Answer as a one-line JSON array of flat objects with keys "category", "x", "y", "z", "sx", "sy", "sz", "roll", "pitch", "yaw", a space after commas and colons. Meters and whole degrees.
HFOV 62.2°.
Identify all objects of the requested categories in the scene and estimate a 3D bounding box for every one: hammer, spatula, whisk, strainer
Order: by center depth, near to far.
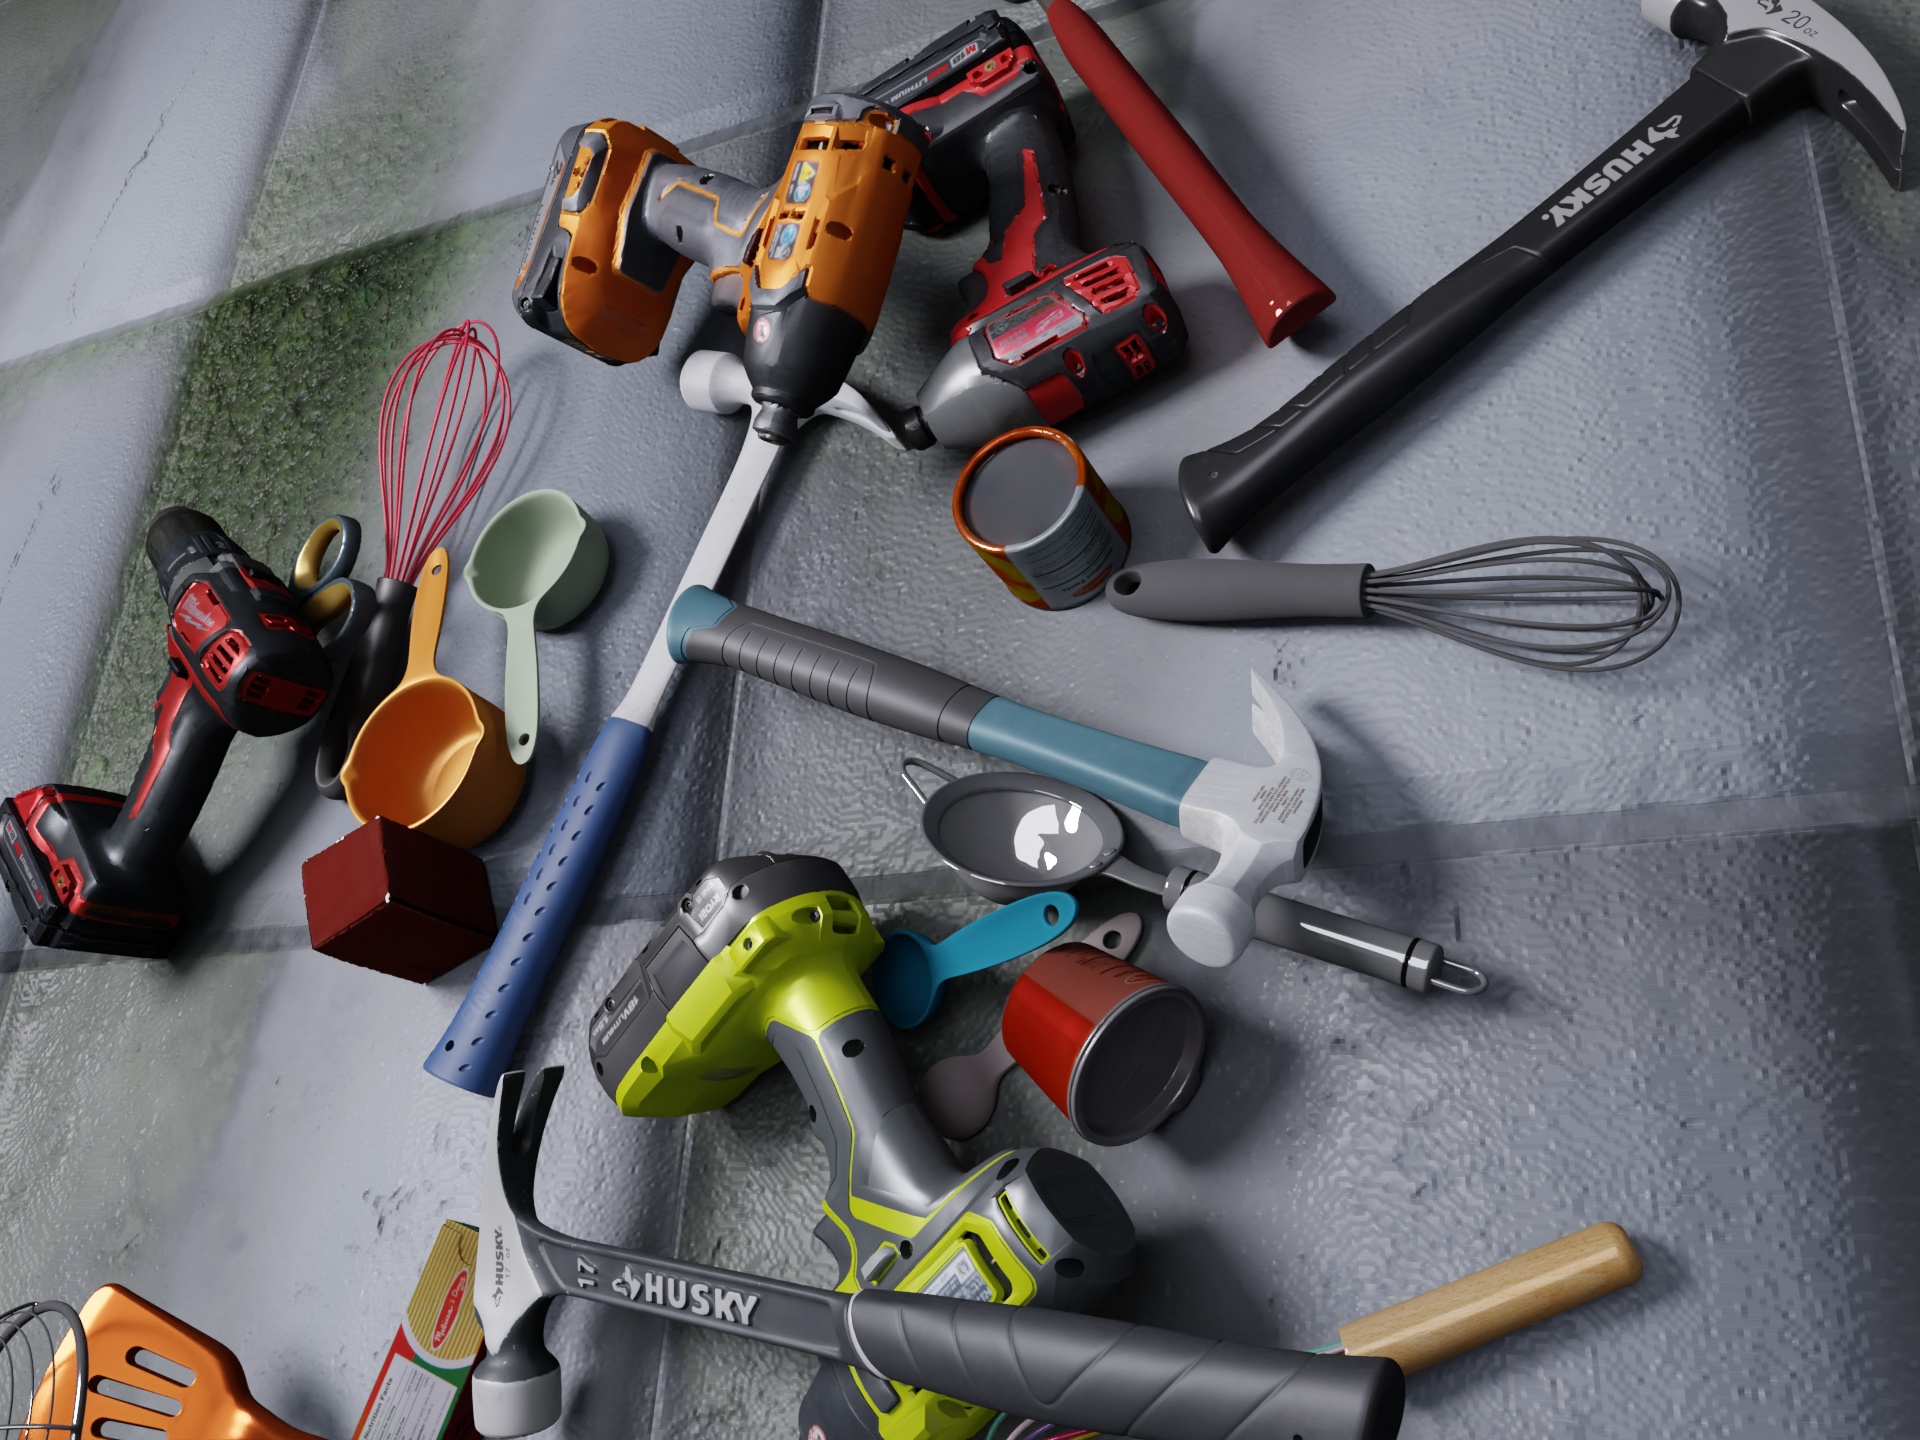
[{"category": "whisk", "x": 0.114, "y": 0.226, "z": 0.550, "sx": 0.245, "sy": 0.047, "sz": 0.051, "roll": -26, "pitch": 59, "yaw": 9}, {"category": "hammer", "x": -0.042, "y": 0.204, "z": 0.551, "sx": 0.409, "sy": 0.036, "sz": 0.149, "roll": -7, "pitch": 84, "yaw": 39}, {"category": "strainer", "x": 0.081, "y": 0.068, "z": 0.634, "sx": 0.258, "sy": 0.050, "sz": 0.087, "roll": 15, "pitch": 31, "yaw": 32}, {"category": "whisk", "x": 0.165, "y": -0.050, "z": 0.651, "sx": 0.239, "sy": 0.055, "sz": 0.055, "roll": 4, "pitch": 69, "yaw": 34}, {"category": "spatula", "x": -0.250, "y": 0.313, "z": 0.659, "sx": 0.323, "sy": 0.041, "sz": 0.081, "roll": 6, "pitch": 62, "yaw": 22}, {"category": "hammer", "x": 0.232, "y": -0.185, "z": 0.679, "sx": 0.335, "sy": 0.035, "sz": 0.146, "roll": -39, "pitch": 55, "yaw": 5}, {"category": "hammer", "x": -0.001, "y": -0.002, "z": 0.679, "sx": 0.331, "sy": 0.033, "sz": 0.128, "roll": 19, "pitch": 49, "yaw": 31}, {"category": "hammer", "x": 0.072, "y": -0.320, "z": 0.782, "sx": 0.036, "sy": 0.149, "sz": 0.359, "roll": -36, "pitch": 62, "yaw": 14}, {"category": "hammer", "x": -0.158, "y": -0.007, "z": 0.803, "sx": 0.144, "sy": 0.035, "sz": 0.405, "roll": 14, "pitch": 75, "yaw": 32}, {"category": "whisk", "x": -0.320, "y": -0.097, "z": 0.921, "sx": 0.073, "sy": 0.073, "sz": 0.296, "roll": 6, "pitch": 77, "yaw": 30}]

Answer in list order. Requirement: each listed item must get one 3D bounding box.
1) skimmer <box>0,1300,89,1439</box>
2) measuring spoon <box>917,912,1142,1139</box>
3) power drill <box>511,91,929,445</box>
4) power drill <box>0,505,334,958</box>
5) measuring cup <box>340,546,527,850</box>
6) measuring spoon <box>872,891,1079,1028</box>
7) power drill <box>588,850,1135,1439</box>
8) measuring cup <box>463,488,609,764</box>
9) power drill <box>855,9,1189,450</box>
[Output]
[{"category": "skimmer", "x": -0.257, "y": 0.308, "z": 0.633, "sx": 0.363, "sy": 0.090, "sz": 0.127, "roll": 3, "pitch": 65, "yaw": 3}, {"category": "measuring spoon", "x": 0.028, "y": 0.122, "z": 0.655, "sx": 0.124, "sy": 0.018, "sz": 0.034, "roll": -45, "pitch": 55, "yaw": 1}, {"category": "power drill", "x": -0.128, "y": -0.227, "z": 0.807, "sx": 0.227, "sy": 0.084, "sz": 0.164, "roll": 15, "pitch": 88, "yaw": 39}, {"category": "power drill", "x": -0.456, "y": 0.000, "z": 0.902, "sx": 0.188, "sy": 0.080, "sz": 0.226, "roll": 43, "pitch": 102, "yaw": 35}, {"category": "measuring cup", "x": -0.274, "y": -0.011, "z": 0.857, "sx": 0.095, "sy": 0.052, "sz": 0.174, "roll": -16, "pitch": 59, "yaw": 21}, {"category": "measuring spoon", "x": 0.010, "y": 0.094, "z": 0.651, "sx": 0.128, "sy": 0.021, "sz": 0.042, "roll": -30, "pitch": 66, "yaw": 43}, {"category": "power drill", "x": -0.053, "y": 0.177, "z": 0.630, "sx": 0.171, "sy": 0.080, "sz": 0.223, "roll": -51, "pitch": 56, "yaw": 18}, {"category": "measuring cup", "x": -0.224, "y": -0.046, "z": 0.855, "sx": 0.083, "sy": 0.038, "sz": 0.168, "roll": -18, "pitch": 61, "yaw": 20}, {"category": "power drill", "x": 0.014, "y": -0.237, "z": 0.801, "sx": 0.143, "sy": 0.078, "sz": 0.220, "roll": -27, "pitch": 60, "yaw": 15}]
